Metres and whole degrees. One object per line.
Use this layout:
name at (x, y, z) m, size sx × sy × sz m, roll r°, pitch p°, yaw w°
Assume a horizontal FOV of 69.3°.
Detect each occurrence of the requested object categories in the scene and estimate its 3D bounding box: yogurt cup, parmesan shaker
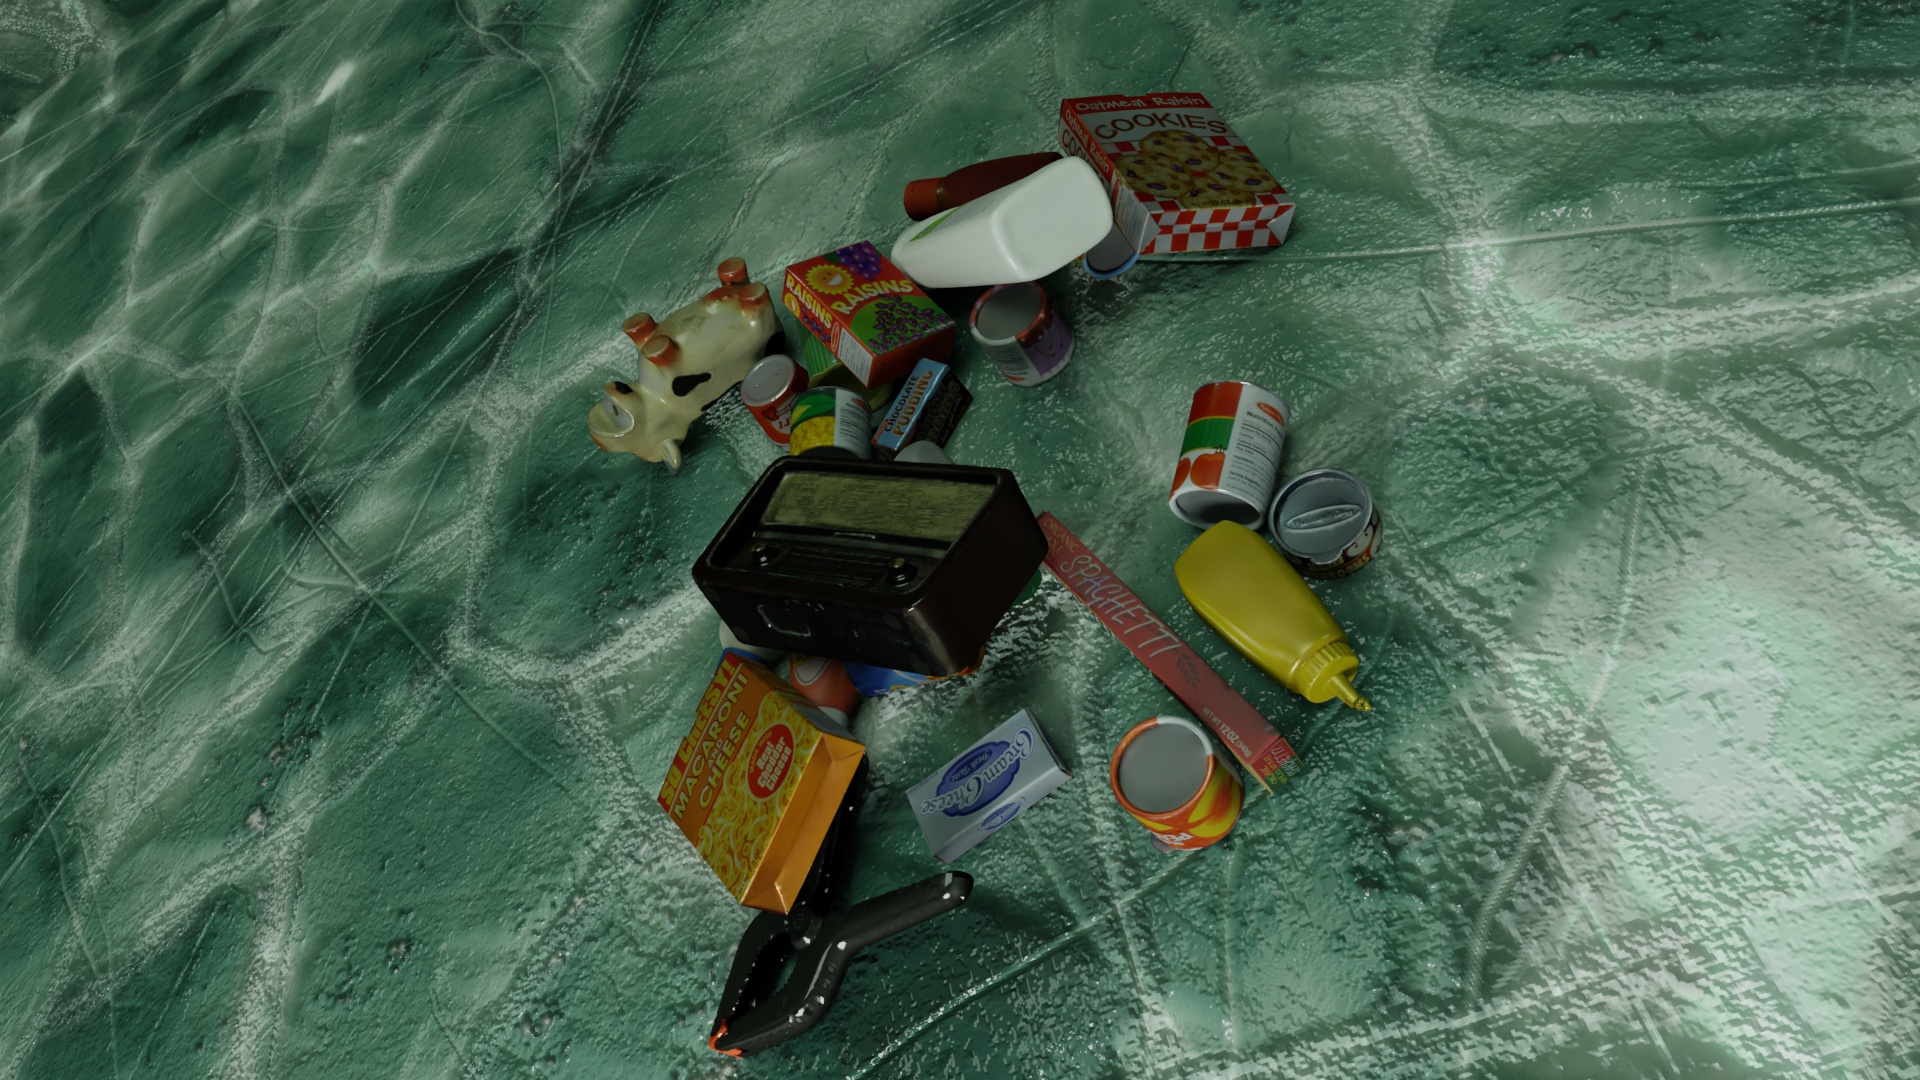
yogurt cup at (-0.150, -0.121, 1.179) m, size 0.072 × 0.053 × 0.073 m, roll -16°, pitch 53°, yaw 22°
parmesan shaker at (-0.101, -0.162, 1.164) m, size 0.071 × 0.071 × 0.103 m, roll -28°, pitch 50°, yaw 13°

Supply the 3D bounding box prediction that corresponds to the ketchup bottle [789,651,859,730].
ketchup bottle at (-0.097, 0.095, 1.014) m, size 0.064 × 0.043 × 0.149 m, roll -17°, pitch 54°, yaw 29°

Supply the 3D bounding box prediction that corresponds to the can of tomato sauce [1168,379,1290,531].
can of tomato sauce at (0.179, -0.054, 0.929) m, size 0.071 × 0.071 × 0.083 m, roll 2°, pitch 63°, yaw 32°

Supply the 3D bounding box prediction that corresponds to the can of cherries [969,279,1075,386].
can of cherries at (0.049, -0.165, 1.083) m, size 0.071 × 0.058 × 0.072 m, roll -15°, pitch 55°, yaw 23°

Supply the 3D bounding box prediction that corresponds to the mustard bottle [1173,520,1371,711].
mustard bottle at (0.198, 0.054, 0.857) m, size 0.065 × 0.048 × 0.161 m, roll -41°, pitch 49°, yaw 4°

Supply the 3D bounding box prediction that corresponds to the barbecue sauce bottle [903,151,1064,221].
barbecue sauce bottle at (0.020, -0.299, 1.198) m, size 0.148 × 0.043 × 0.065 m, roll 4°, pitch 63°, yaw 34°

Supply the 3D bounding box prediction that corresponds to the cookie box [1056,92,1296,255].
cookie box at (0.161, -0.285, 1.063) m, size 0.123 × 0.040 × 0.168 m, roll -8°, pitch 47°, yaw -18°

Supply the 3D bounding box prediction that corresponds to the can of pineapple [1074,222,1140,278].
can of pineapple at (0.109, -0.248, 1.095) m, size 0.071 × 0.071 × 0.058 m, roll -40°, pitch 55°, yaw 4°

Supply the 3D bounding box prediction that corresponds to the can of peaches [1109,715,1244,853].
can of peaches at (0.129, 0.147, 0.833) m, size 0.071 × 0.058 × 0.071 m, roll -15°, pitch 54°, yaw 22°

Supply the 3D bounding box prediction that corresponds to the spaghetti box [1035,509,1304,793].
spaghetti box at (0.123, 0.065, 0.895) m, size 0.029 × 0.050 × 0.251 m, roll -43°, pitch 48°, yaw -1°

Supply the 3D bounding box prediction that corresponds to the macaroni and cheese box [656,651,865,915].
macaroni and cheese box at (-0.142, 0.161, 0.956) m, size 0.166 × 0.040 × 0.123 m, roll 26°, pitch 90°, yaw 55°

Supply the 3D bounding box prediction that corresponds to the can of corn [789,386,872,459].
can of corn at (-0.106, -0.080, 1.118) m, size 0.071 × 0.071 × 0.058 m, roll -17°, pitch 54°, yaw 22°

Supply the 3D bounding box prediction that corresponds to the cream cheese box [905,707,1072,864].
cream cheese box at (0.017, 0.161, 0.914) m, size 0.104 × 0.024 × 0.053 m, roll -36°, pitch 49°, yaw 6°

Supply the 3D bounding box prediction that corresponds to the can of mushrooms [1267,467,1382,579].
can of mushrooms at (0.233, -0.009, 0.887) m, size 0.071 × 0.033 × 0.071 m, roll -15°, pitch 54°, yaw 22°

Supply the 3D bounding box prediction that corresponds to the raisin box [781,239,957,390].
raisin box at (-0.074, -0.183, 1.118) m, size 0.086 × 0.039 × 0.123 m, roll -27°, pitch 60°, yaw -31°

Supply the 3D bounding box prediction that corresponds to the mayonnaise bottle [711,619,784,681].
mayonnaise bottle at (-0.153, 0.057, 1.075) m, size 0.065 × 0.041 × 0.148 m, roll 2°, pitch 63°, yaw 34°

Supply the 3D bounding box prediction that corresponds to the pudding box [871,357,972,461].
pudding box at (-0.030, -0.096, 1.092) m, size 0.030 × 0.049 × 0.084 m, roll 19°, pitch 72°, yaw 37°

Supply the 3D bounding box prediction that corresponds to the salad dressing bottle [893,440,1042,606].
salad dressing bottle at (0.004, -0.013, 1.014) m, size 0.044 × 0.064 × 0.148 m, roll -53°, pitch 54°, yaw 18°

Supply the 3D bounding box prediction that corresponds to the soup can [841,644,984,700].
soup can at (-0.033, 0.072, 0.977) m, size 0.083 × 0.071 × 0.072 m, roll -15°, pitch 54°, yaw 22°
